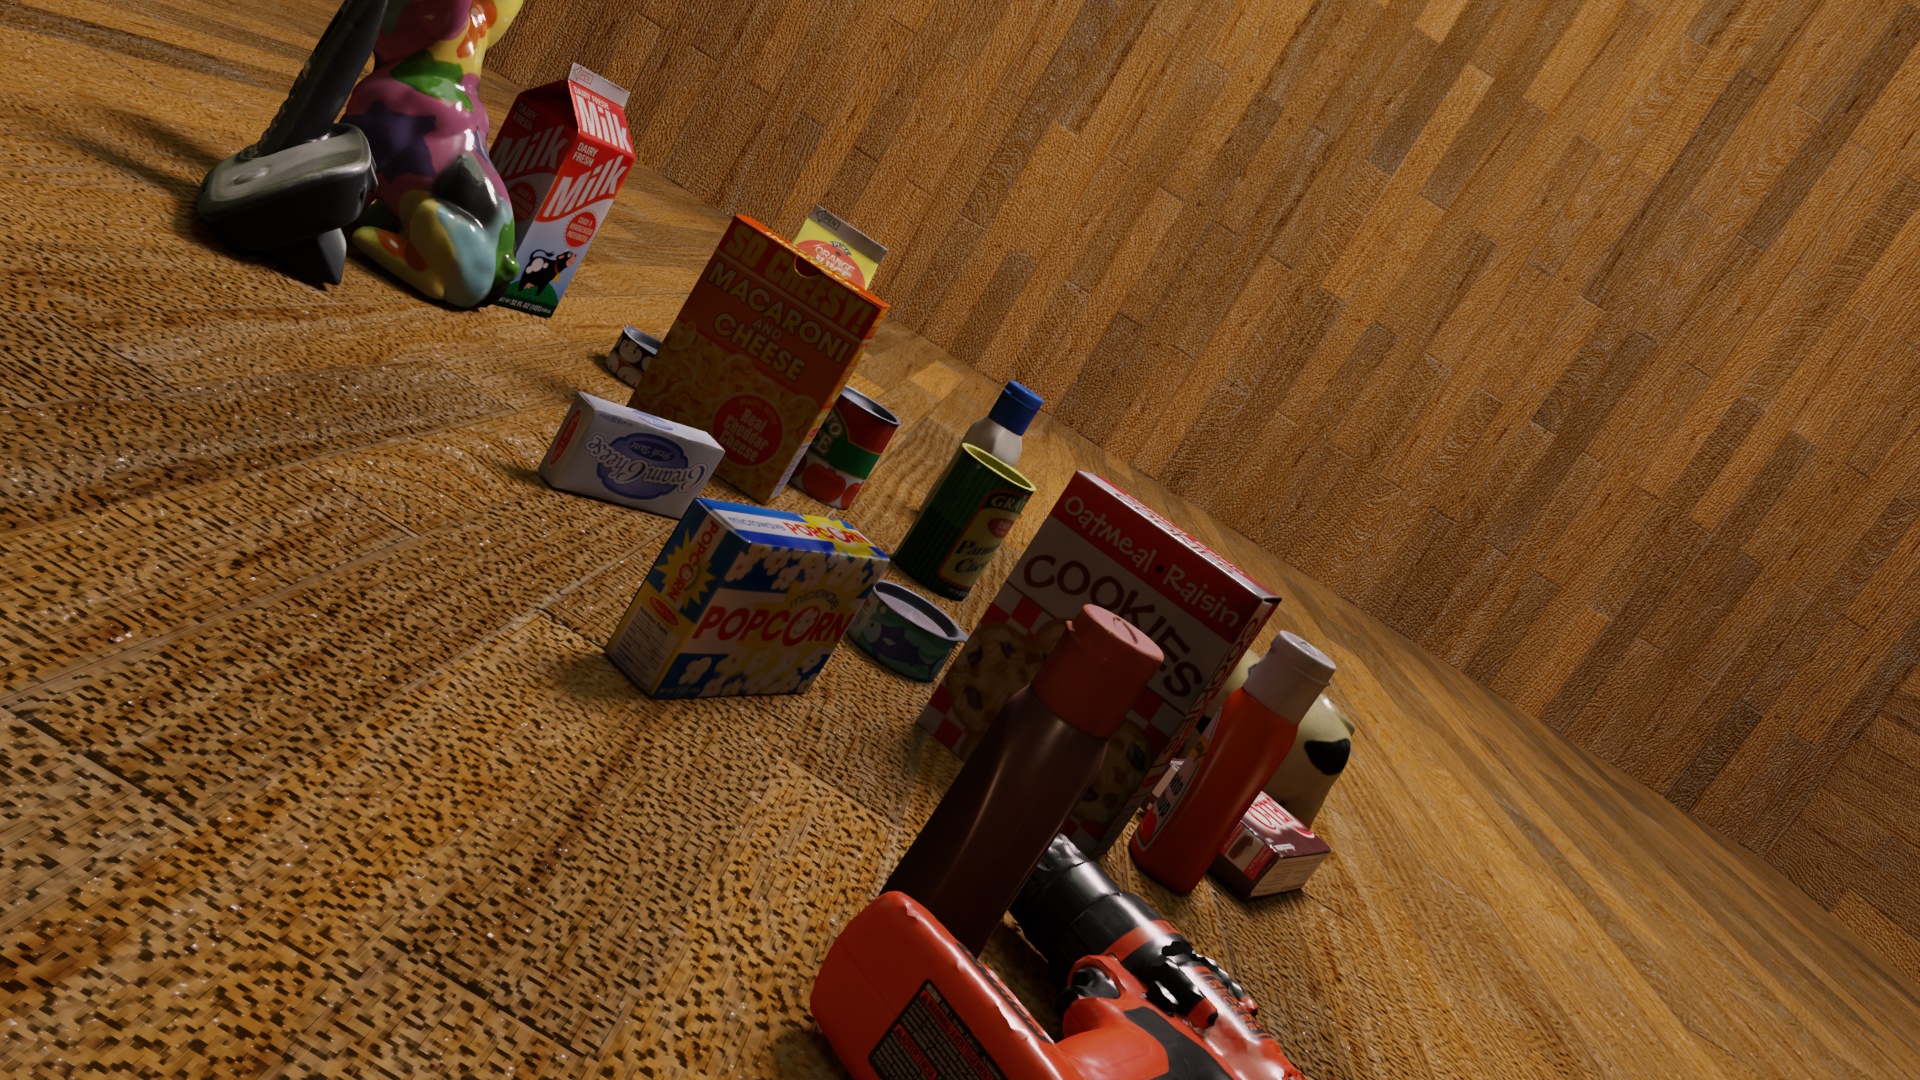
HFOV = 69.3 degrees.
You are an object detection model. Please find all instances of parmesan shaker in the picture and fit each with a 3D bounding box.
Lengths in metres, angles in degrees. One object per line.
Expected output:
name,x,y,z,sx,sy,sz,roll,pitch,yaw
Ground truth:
parmesan shaker,0.004,-0.013,1.061,0.071,0.103,0.071,31,11,-6

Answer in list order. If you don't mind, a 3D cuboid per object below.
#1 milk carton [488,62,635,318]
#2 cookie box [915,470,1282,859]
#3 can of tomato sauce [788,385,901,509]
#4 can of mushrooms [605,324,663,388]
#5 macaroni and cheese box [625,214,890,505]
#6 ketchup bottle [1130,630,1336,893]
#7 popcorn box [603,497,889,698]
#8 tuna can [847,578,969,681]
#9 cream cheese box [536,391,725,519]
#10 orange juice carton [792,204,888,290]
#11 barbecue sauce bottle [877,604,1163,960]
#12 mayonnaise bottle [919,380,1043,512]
milk carton,-0.326,-0.279,1.095,0.073,0.190,0.072,36,11,20
cookie box,0.071,0.065,0.743,0.123,0.167,0.040,37,11,23
can of tomato sauce,-0.098,-0.077,1.112,0.071,0.083,0.071,31,11,-6
can of mushrooms,-0.249,-0.141,1.112,0.071,0.033,0.071,31,11,-6
macaroni and cheese box,-0.145,-0.128,0.990,0.124,0.166,0.040,32,11,0
ketchup bottle,0.150,0.120,0.763,0.043,0.148,0.065,33,11,3
popcorn box,-0.097,0.029,0.655,0.038,0.085,0.127,37,12,24
tuna can,-0.032,0.056,0.848,0.071,0.032,0.071,31,11,-6
cream cheese box,-0.191,-0.048,0.813,0.024,0.053,0.104,39,13,34
orange juice carton,-0.138,-0.177,1.154,0.072,0.192,0.073,30,11,-12
barbecue sauce bottle,0.022,0.094,0.531,0.043,0.148,0.065,31,11,-8
mayonnaise bottle,0.021,-0.071,1.240,0.041,0.147,0.065,24,13,-37
